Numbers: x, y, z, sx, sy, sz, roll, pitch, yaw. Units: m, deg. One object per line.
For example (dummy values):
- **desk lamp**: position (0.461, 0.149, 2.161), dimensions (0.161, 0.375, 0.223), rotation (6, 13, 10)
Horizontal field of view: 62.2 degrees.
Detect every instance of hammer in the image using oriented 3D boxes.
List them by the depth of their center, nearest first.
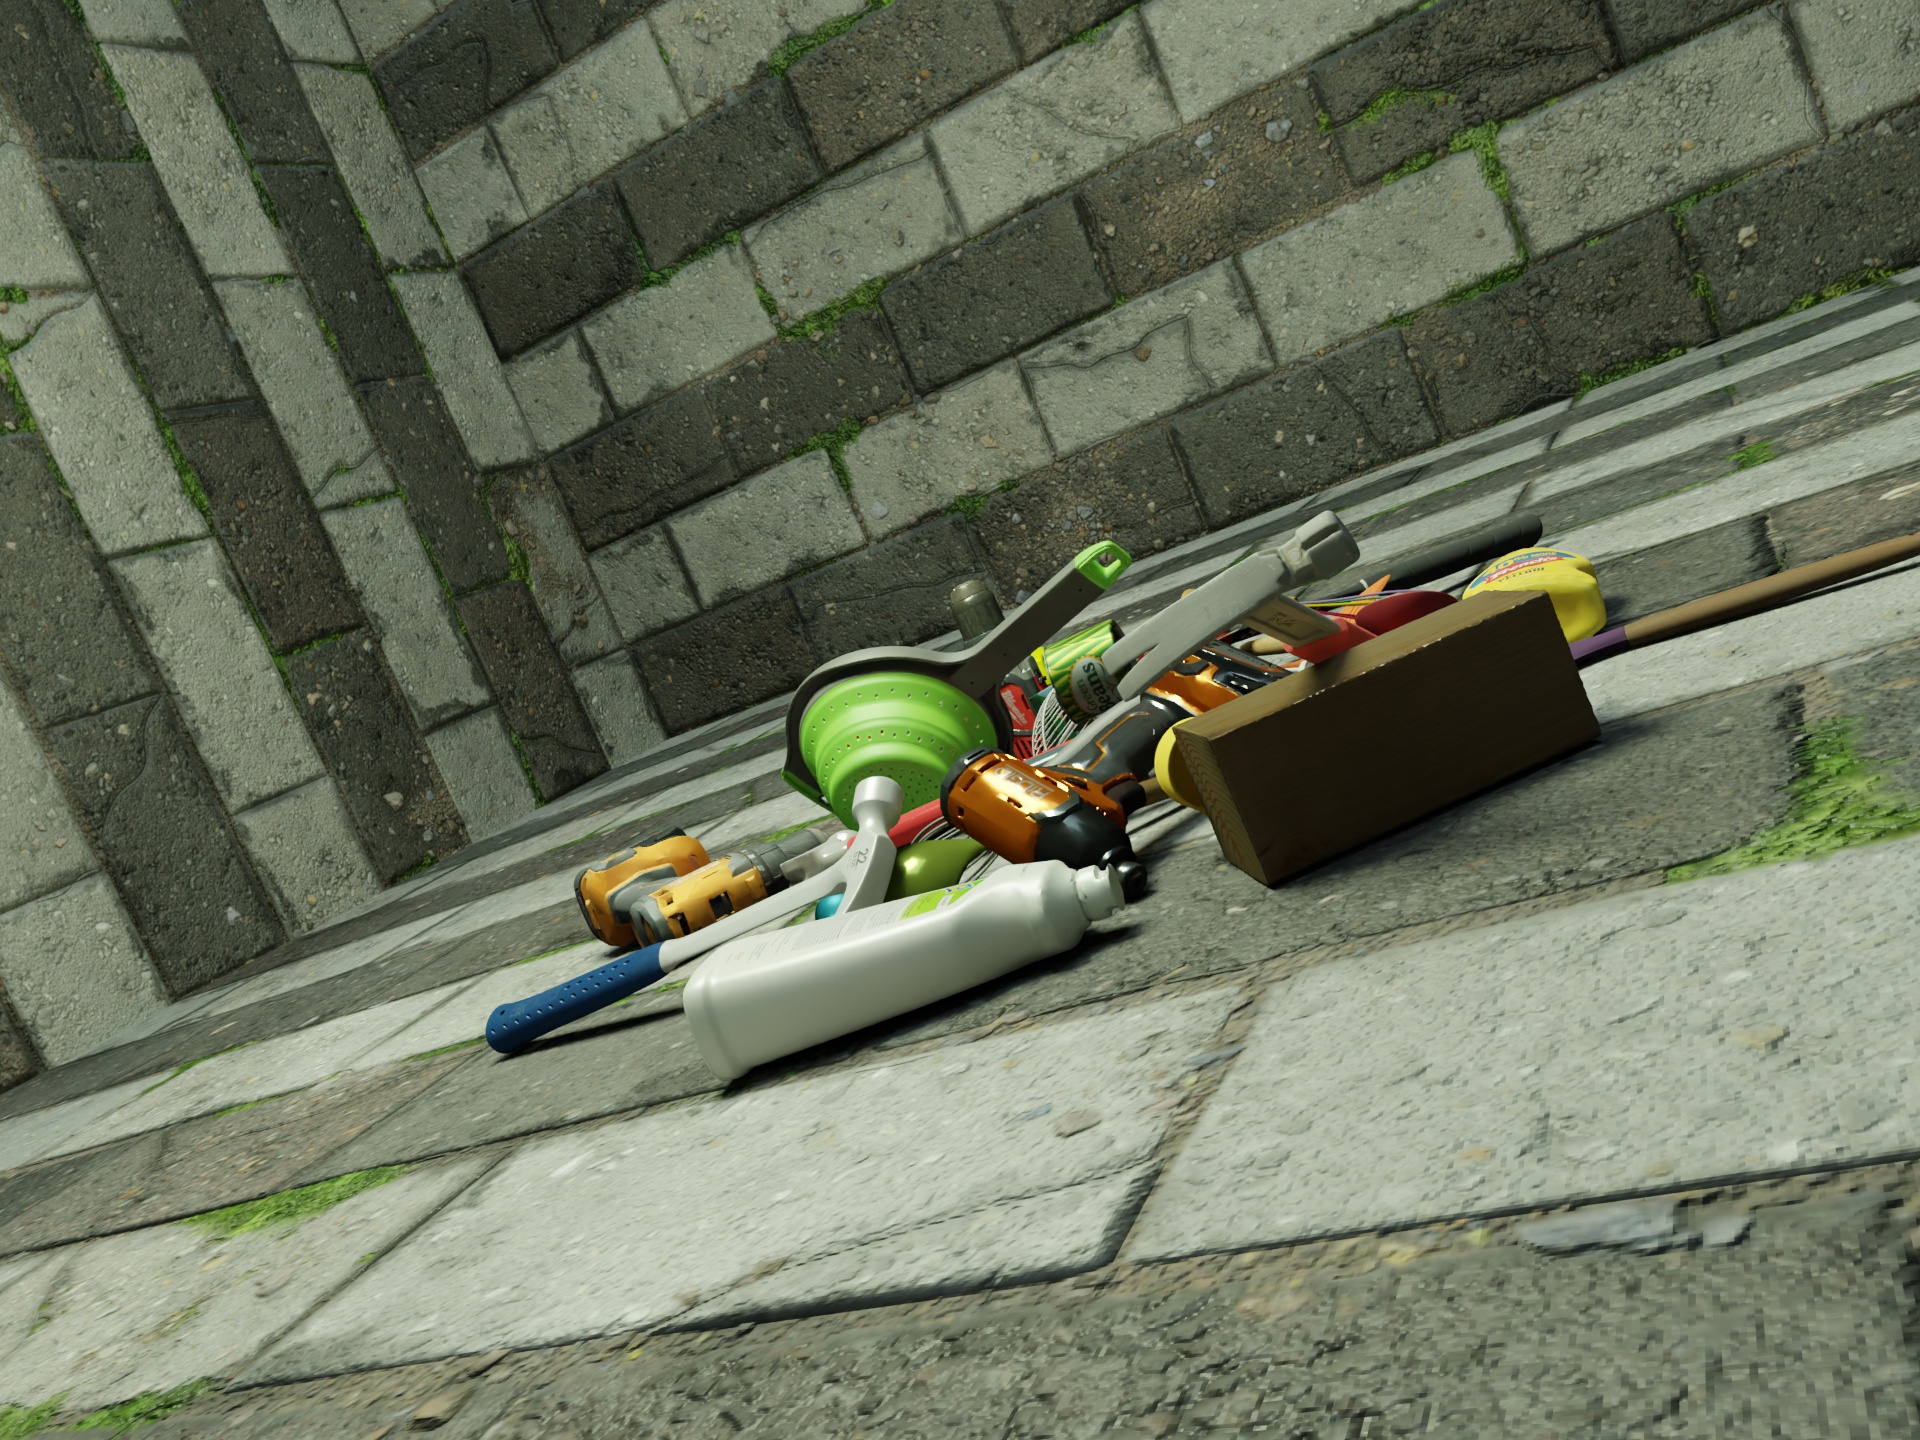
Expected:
- **hammer**: position (0.225, -0.042, 0.992), dimensions (0.149, 0.037, 0.358), rotation (-34, -22, 23)
- **hammer**: position (-0.204, 0.170, 1.137), dimensions (0.405, 0.035, 0.144), rotation (-27, 37, 31)
- **hammer**: position (0.045, 0.045, 1.212), dimensions (0.386, 0.038, 0.143), rotation (-25, -1, 15)
- **hammer**: position (0.367, -0.121, 1.496), dimensions (0.409, 0.036, 0.149), rotation (-19, -29, -12)

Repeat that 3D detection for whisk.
- **whisk**: position (0.051, 0.050, 1.152), dimensions (0.239, 0.055, 0.055), rotation (-37, 8, -1)
- **whisk**: position (0.300, -0.087, 1.323), dimensions (0.245, 0.051, 0.047), rotation (8, -1, 30)

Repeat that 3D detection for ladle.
- **ladle**: position (0.085, 0.079, 1.110), dimensions (0.320, 0.062, 0.078), rotation (-18, 13, -16)
- **ladle**: position (0.288, -0.068, 1.244), dimensions (0.069, 0.031, 0.315), rotation (7, -4, -14)

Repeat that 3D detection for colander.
- **colander**: position (-0.002, -0.004, 1.346), dimensions (0.397, 0.204, 0.095), rotation (-40, 29, 31)

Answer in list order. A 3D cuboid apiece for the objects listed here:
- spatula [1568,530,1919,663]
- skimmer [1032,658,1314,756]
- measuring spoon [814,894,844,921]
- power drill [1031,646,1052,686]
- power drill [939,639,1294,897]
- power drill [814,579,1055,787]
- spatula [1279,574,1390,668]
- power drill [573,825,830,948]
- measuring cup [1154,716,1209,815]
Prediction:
- **spatula**: position (0.457, -0.062, 1.027), dimensions (0.316, 0.018, 0.060), rotation (-20, 7, 30)
- **skimmer**: position (0.220, -0.011, 1.256), dimensions (0.363, 0.090, 0.127), rotation (-3, 35, 30)
- **measuring spoon**: position (-0.088, 0.144, 1.188), dimensions (0.042, 0.021, 0.128), rotation (-22, 6, -8)
- **power drill**: position (0.167, -0.064, 1.733), dimensions (0.223, 0.080, 0.171), rotation (-18, 9, 11)
- **power drill**: position (0.121, 0.035, 1.044), dimensions (0.226, 0.084, 0.164), rotation (-29, 36, -26)
- **power drill**: position (-0.026, -0.011, 1.504), dimensions (0.226, 0.188, 0.080), rotation (-24, 2, 21)
- **spatula**: position (0.251, -0.036, 1.381), dimensions (0.322, 0.041, 0.081), rotation (-28, -8, -23)
- **power drill**: position (-0.231, 0.144, 1.422), dimensions (0.185, 0.084, 0.226), rotation (-26, 12, -29)
- **measuring cup**: position (0.190, 0.026, 0.983), dimensions (0.156, 0.062, 0.029), rotation (0, 4, -23)
